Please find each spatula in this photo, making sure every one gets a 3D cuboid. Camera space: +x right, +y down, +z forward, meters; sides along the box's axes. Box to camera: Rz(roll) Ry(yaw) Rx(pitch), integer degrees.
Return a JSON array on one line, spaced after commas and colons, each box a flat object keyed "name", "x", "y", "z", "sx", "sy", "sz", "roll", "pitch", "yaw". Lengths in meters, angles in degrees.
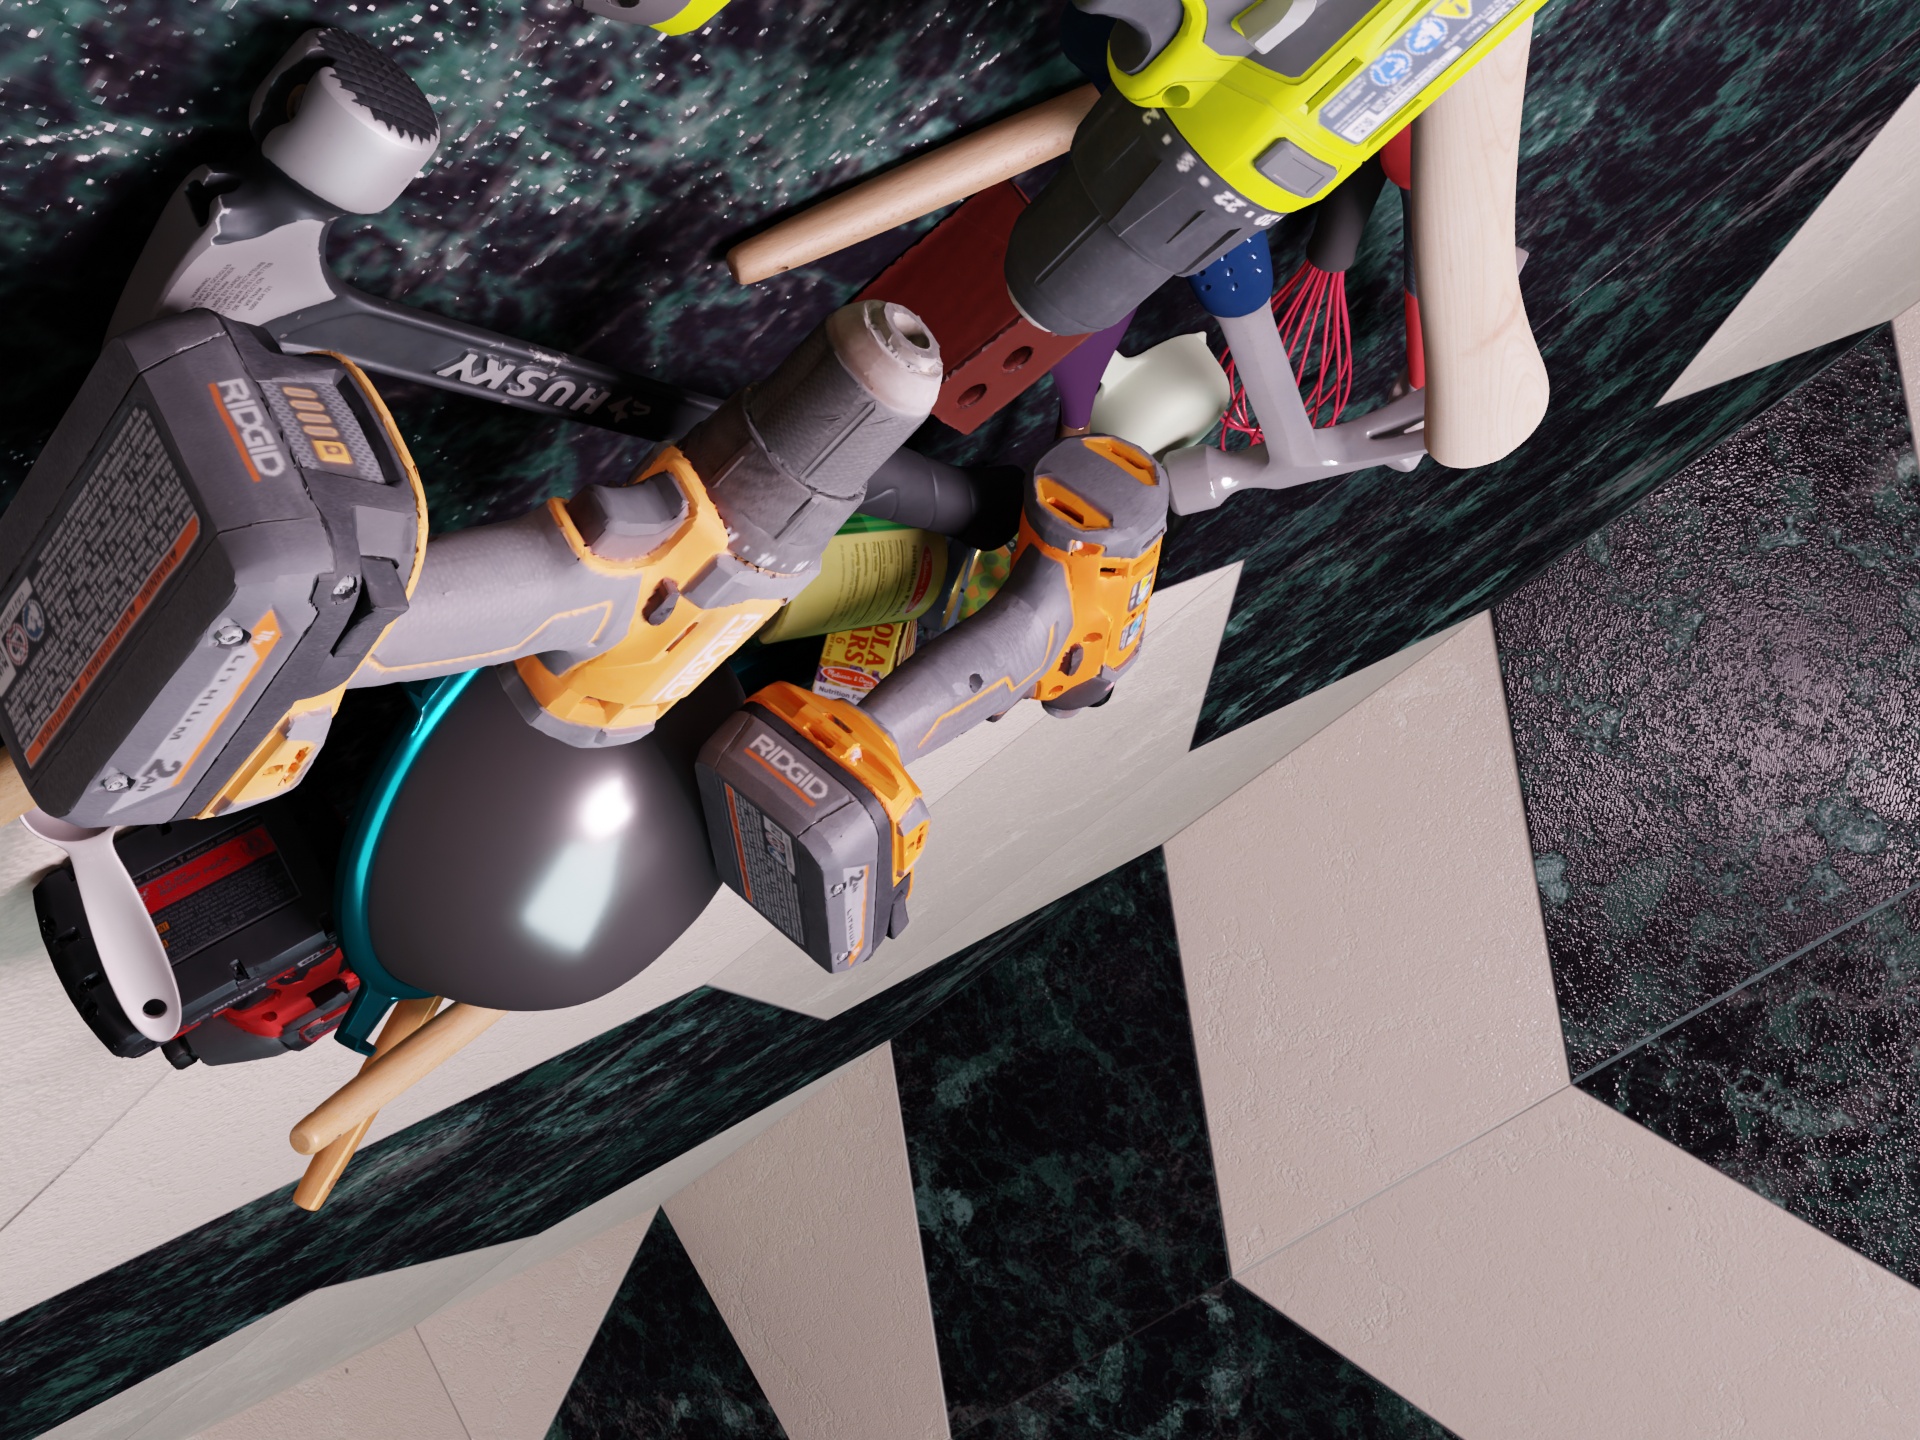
[{"name": "spatula", "x": 0.053, "y": -0.126, "z": 0.750, "sx": 0.060, "sy": 0.018, "sz": 0.315, "roll": -30, "pitch": 153, "yaw": -21}, {"name": "spatula", "x": -0.216, "y": 0.083, "z": 0.746, "sx": 0.323, "sy": 0.041, "sz": 0.081, "roll": -62, "pitch": 169, "yaw": -9}, {"name": "spatula", "x": 0.066, "y": -0.210, "z": 0.554, "sx": 0.317, "sy": 0.044, "sz": 0.082, "roll": -28, "pitch": -178, "yaw": -14}]

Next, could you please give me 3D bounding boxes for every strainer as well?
[{"name": "strainer", "x": -0.121, "y": 0.026, "z": 0.721, "sx": 0.340, "sy": 0.095, "sz": 0.211, "roll": -33, "pitch": 148, "yaw": -57}]

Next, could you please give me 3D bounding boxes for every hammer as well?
[{"name": "hammer", "x": 0.117, "y": -0.165, "z": 0.627, "sx": 0.144, "sy": 0.035, "sz": 0.405, "roll": -11, "pitch": 167, "yaw": 16}, {"name": "hammer", "x": 0.231, "y": -0.227, "z": 0.751, "sx": 0.143, "sy": 0.038, "sz": 0.386, "roll": -61, "pitch": 164, "yaw": 4}, {"name": "hammer", "x": 0.151, "y": -0.193, "z": 0.503, "sx": 0.146, "sy": 0.038, "sz": 0.410, "roll": -18, "pitch": 154, "yaw": 9}, {"name": "hammer", "x": -0.088, "y": -0.096, "z": 0.545, "sx": 0.149, "sy": 0.036, "sz": 0.408, "roll": -37, "pitch": 160, "yaw": 24}]

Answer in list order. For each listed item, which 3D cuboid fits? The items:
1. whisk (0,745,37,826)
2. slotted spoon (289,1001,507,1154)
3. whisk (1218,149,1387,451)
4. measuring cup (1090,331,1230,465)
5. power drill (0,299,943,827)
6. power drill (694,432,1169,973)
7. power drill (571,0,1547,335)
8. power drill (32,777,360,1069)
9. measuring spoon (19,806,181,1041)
[{"name": "whisk", "x": -0.281, "y": 0.006, "z": 0.524, "sx": 0.245, "sy": 0.051, "sz": 0.047, "roll": -30, "pitch": 172, "yaw": 1}, {"name": "slotted spoon", "x": -0.210, "y": 0.122, "z": 0.758, "sx": 0.070, "sy": 0.031, "sz": 0.314, "roll": -41, "pitch": 180, "yaw": 22}, {"name": "whisk", "x": 0.174, "y": -0.213, "z": 0.772, "sx": 0.073, "sy": 0.073, "sz": 0.295, "roll": -30, "pitch": 160, "yaw": -15}, {"name": "measuring cup", "x": 0.086, "y": -0.159, "z": 0.783, "sx": 0.083, "sy": 0.038, "sz": 0.167, "roll": -38, "pitch": 168, "yaw": 20}, {"name": "power drill", "x": -0.118, "y": -0.053, "z": 0.436, "sx": 0.185, "sy": 0.084, "sz": 0.226, "roll": -39, "pitch": 164, "yaw": 30}, {"name": "power drill", "x": -0.001, "y": -0.002, "z": 0.678, "sx": 0.226, "sy": 0.084, "sz": 0.164, "roll": -43, "pitch": 157, "yaw": -25}, {"name": "power drill", "x": 0.022, "y": -0.175, "z": 0.353, "sx": 0.228, "sy": 0.080, "sz": 0.190, "roll": 8, "pitch": 146, "yaw": -42}, {"name": "power drill", "x": -0.317, "y": 0.105, "z": 0.719, "sx": 0.143, "sy": 0.078, "sz": 0.219, "roll": -29, "pitch": 169, "yaw": -16}, {"name": "measuring spoon", "x": -0.308, "y": 0.064, "z": 0.577, "sx": 0.034, "sy": 0.018, "sz": 0.124, "roll": -17, "pitch": 120, "yaw": -22}]
